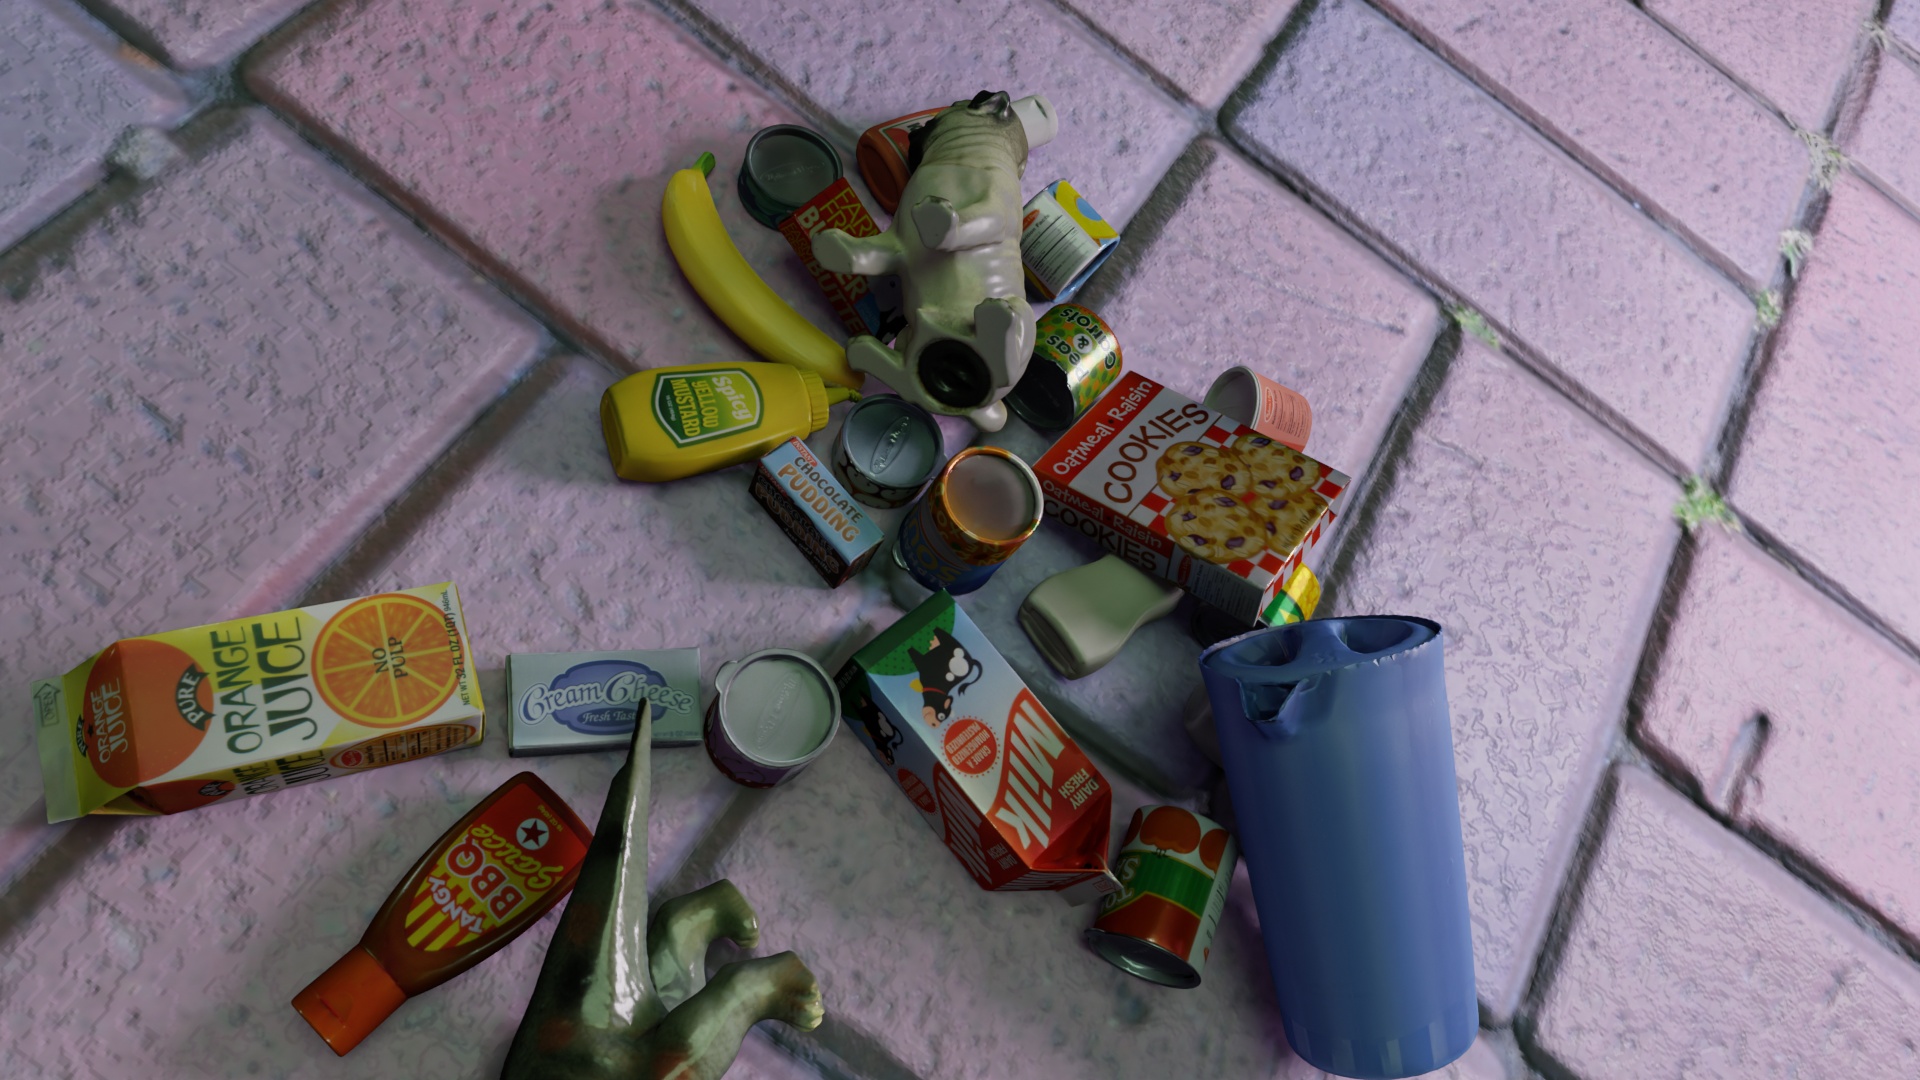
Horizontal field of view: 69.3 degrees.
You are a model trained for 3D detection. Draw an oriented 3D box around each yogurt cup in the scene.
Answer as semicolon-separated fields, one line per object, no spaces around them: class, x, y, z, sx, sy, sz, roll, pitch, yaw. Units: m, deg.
yogurt cup;0.205;-0.082;0.960;0.054;0.072;0.072;13;63;-24

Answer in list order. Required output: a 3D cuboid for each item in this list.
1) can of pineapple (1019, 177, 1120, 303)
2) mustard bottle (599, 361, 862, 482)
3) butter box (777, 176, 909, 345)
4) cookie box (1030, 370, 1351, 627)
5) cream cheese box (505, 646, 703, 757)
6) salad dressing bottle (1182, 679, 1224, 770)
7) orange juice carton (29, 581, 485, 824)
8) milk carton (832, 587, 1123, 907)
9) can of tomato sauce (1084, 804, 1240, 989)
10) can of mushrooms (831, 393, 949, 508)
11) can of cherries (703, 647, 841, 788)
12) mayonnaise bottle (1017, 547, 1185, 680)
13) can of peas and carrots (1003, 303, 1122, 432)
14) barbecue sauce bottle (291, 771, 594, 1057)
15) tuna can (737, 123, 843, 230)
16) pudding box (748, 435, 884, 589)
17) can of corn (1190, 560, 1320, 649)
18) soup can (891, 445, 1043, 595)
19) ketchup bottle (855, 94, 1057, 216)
can of pineapple;0.069;-0.208;0.964;0.058;0.070;0.071;47;60;3
mustard bottle;-0.133;-0.079;0.840;0.161;0.048;0.065;-14;77;-25
butter box;-0.068;-0.178;0.902;0.053;0.024;0.103;-46;111;-30
cookie box;0.144;-0.031;0.888;0.168;0.040;0.123;29;51;22
cream cheese box;-0.193;0.088;0.757;0.104;0.024;0.053;0;67;-21
salad dressing bottle;0.213;0.136;0.878;0.147;0.043;0.064;32;60;-7
orange juice carton;-0.339;0.081;0.679;0.193;0.072;0.072;-11;72;-24
milk carton;0.015;0.129;0.790;0.074;0.072;0.190;-37;84;-30
can of tomato sauce;0.116;0.203;0.799;0.071;0.071;0.083;30;60;-6
can of mushrooms;-0.044;-0.055;0.871;0.071;0.033;0.071;8;64;-17
can of cherries;-0.107;0.097;0.767;0.071;0.058;0.072;7;66;-17
mayonnaise bottle;0.110;0.029;0.888;0.149;0.041;0.065;-29;73;-30
can of peas and carrots;0.066;-0.116;0.918;0.071;0.070;0.059;44;60;2
barbecue sauce bottle;-0.252;0.184;0.682;0.065;0.043;0.149;46;60;2
tuna can;-0.113;-0.239;0.928;0.071;0.032;0.071;8;65;-17
pudding box;-0.086;-0.017;0.829;0.030;0.049;0.084;-39;85;-28
can of corn;0.193;0.046;0.898;0.071;0.071;0.058;38;60;-2
soup can;0.003;-0.011;0.841;0.071;0.083;0.071;8;66;-17
ketchup bottle;0.002;-0.279;0.983;0.149;0.043;0.065;-28;82;-29
